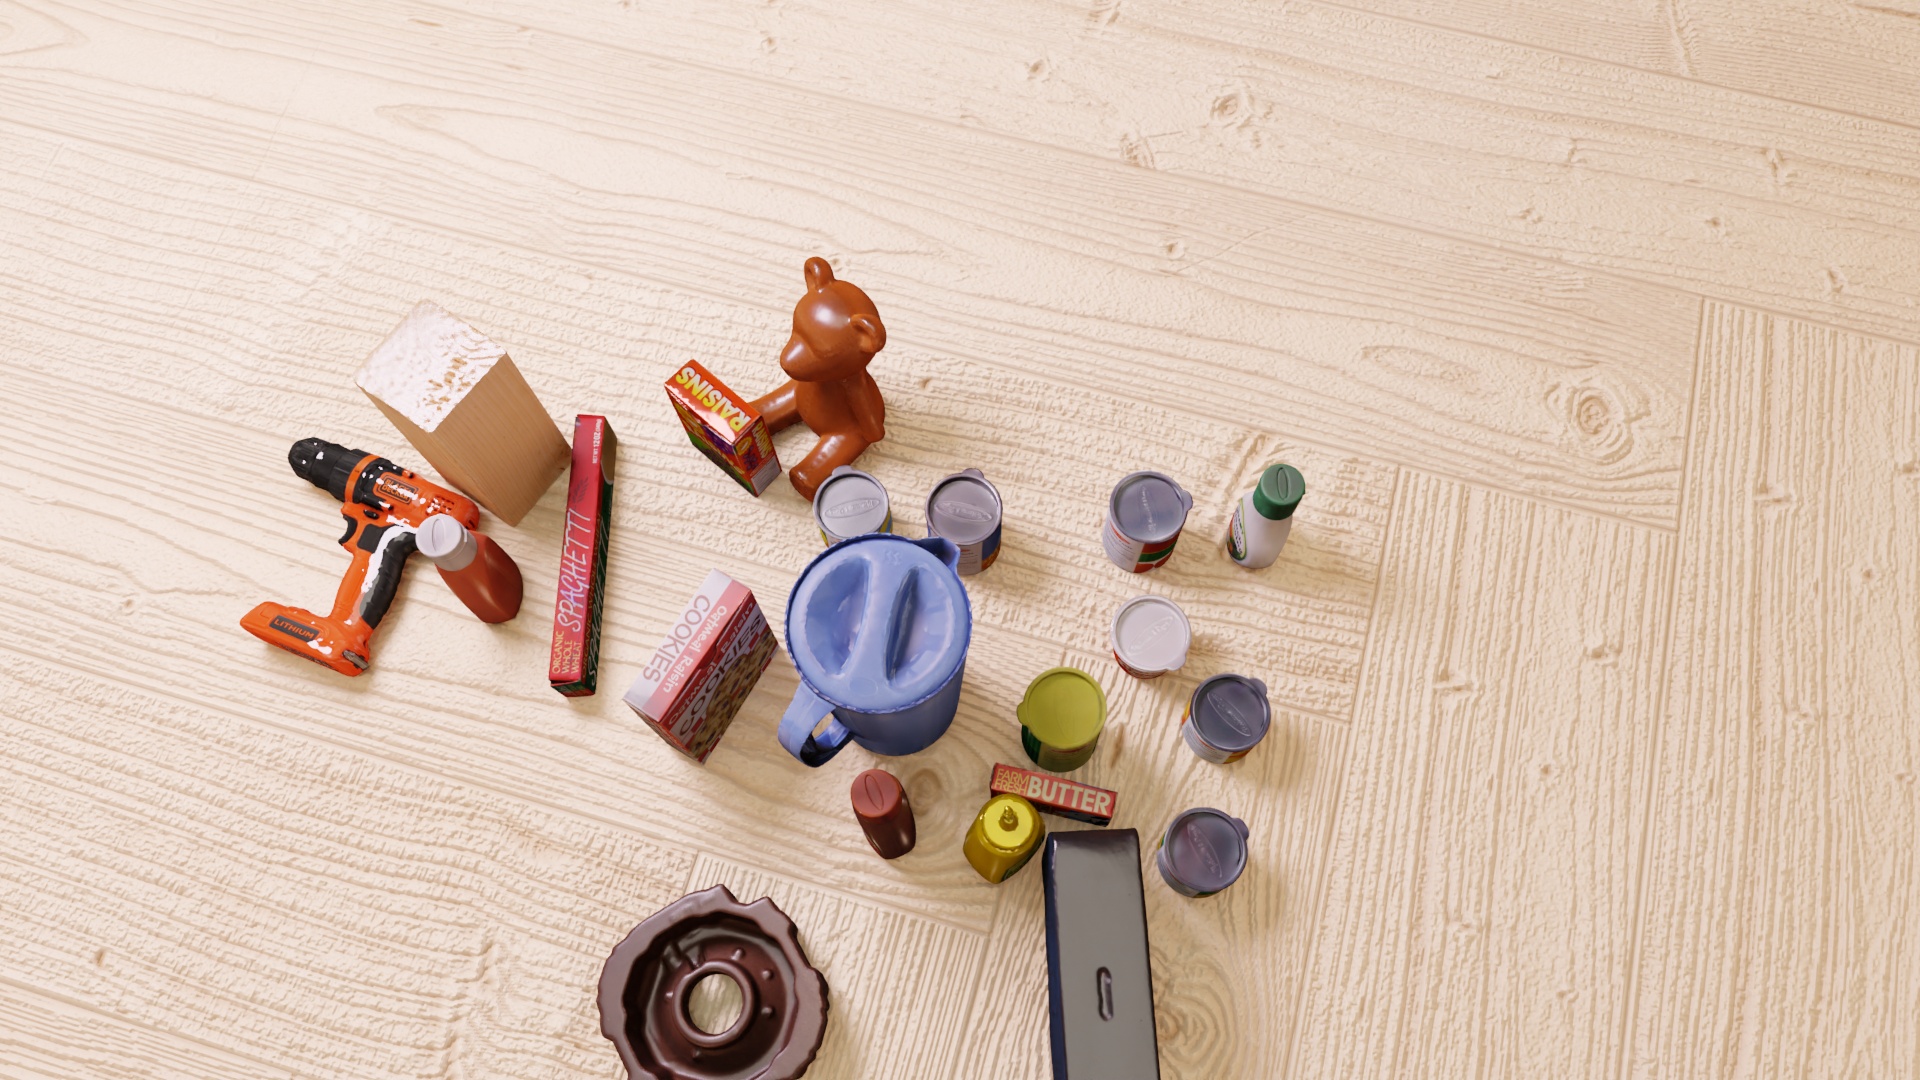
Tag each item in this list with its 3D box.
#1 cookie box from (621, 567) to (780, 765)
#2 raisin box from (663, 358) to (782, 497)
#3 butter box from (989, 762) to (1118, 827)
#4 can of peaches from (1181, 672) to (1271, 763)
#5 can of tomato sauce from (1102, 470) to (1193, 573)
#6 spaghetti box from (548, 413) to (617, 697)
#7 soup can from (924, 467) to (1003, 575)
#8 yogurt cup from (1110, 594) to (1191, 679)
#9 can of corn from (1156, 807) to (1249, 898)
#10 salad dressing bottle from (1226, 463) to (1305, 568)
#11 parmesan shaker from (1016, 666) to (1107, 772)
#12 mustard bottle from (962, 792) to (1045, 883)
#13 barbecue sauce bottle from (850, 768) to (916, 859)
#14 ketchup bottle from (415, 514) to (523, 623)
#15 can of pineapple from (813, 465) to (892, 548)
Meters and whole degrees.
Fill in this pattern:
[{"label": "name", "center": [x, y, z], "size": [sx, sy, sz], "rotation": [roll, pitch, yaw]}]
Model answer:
[{"label": "cookie box", "center": [-0.203, 0.106, 1.121], "size": [0.040, 0.167, 0.123], "rotation": [29, 73, 11]}, {"label": "raisin box", "center": [-0.207, -0.097, 1.220], "size": [0.086, 0.123, 0.040], "rotation": [40, 75, 14]}, {"label": "butter box", "center": [0.075, 0.209, 1.140], "size": [0.103, 0.053, 0.024], "rotation": [13, 71, 5]}, {"label": "can of peaches", "center": [0.222, 0.148, 1.159], "size": [0.071, 0.058, 0.071], "rotation": [0, 70, 1]}, {"label": "can of tomato sauce", "center": [0.161, -0.016, 1.207], "size": [0.071, 0.082, 0.071], "rotation": [0, 70, 1]}, {"label": "spaghetti box", "center": [-0.330, 0.012, 1.219], "size": [0.029, 0.050, 0.251], "rotation": [-1, 69, 1]}, {"label": "soup can", "center": [0.004, -0.015, 1.208], "size": [0.071, 0.083, 0.071], "rotation": [0, 70, 1]}, {"label": "yogurt cup", "center": [0.160, 0.086, 1.185], "size": [0.072, 0.053, 0.072], "rotation": [0, 70, 1]}, {"label": "can of corn", "center": [0.196, 0.251, 1.120], "size": [0.071, 0.058, 0.071], "rotation": [0, 70, 1]}, {"label": "salad dressing bottle", "center": [0.258, -0.021, 1.174], "size": [0.044, 0.147, 0.064], "rotation": [0, 70, 1]}, {"label": "parmesan shaker", "center": [0.080, 0.148, 1.136], "size": [0.071, 0.102, 0.071], "rotation": [0, 70, 1]}, {"label": "mustard bottle", "center": [0.035, 0.227, 1.076], "size": [0.065, 0.159, 0.049], "rotation": [-42, 75, -13]}, {"label": "barbecue sauce bottle", "center": [-0.062, 0.210, 1.090], "size": [0.044, 0.148, 0.065], "rotation": [-22, 71, -7]}, {"label": "ketchup bottle", "center": [-0.410, 0.020, 1.165], "size": [0.043, 0.148, 0.065], "rotation": [-8, 70, -2]}, {"label": "can of pineapple", "center": [-0.094, -0.023, 1.226], "size": [0.071, 0.057, 0.071], "rotation": [0, 70, 1]}]
